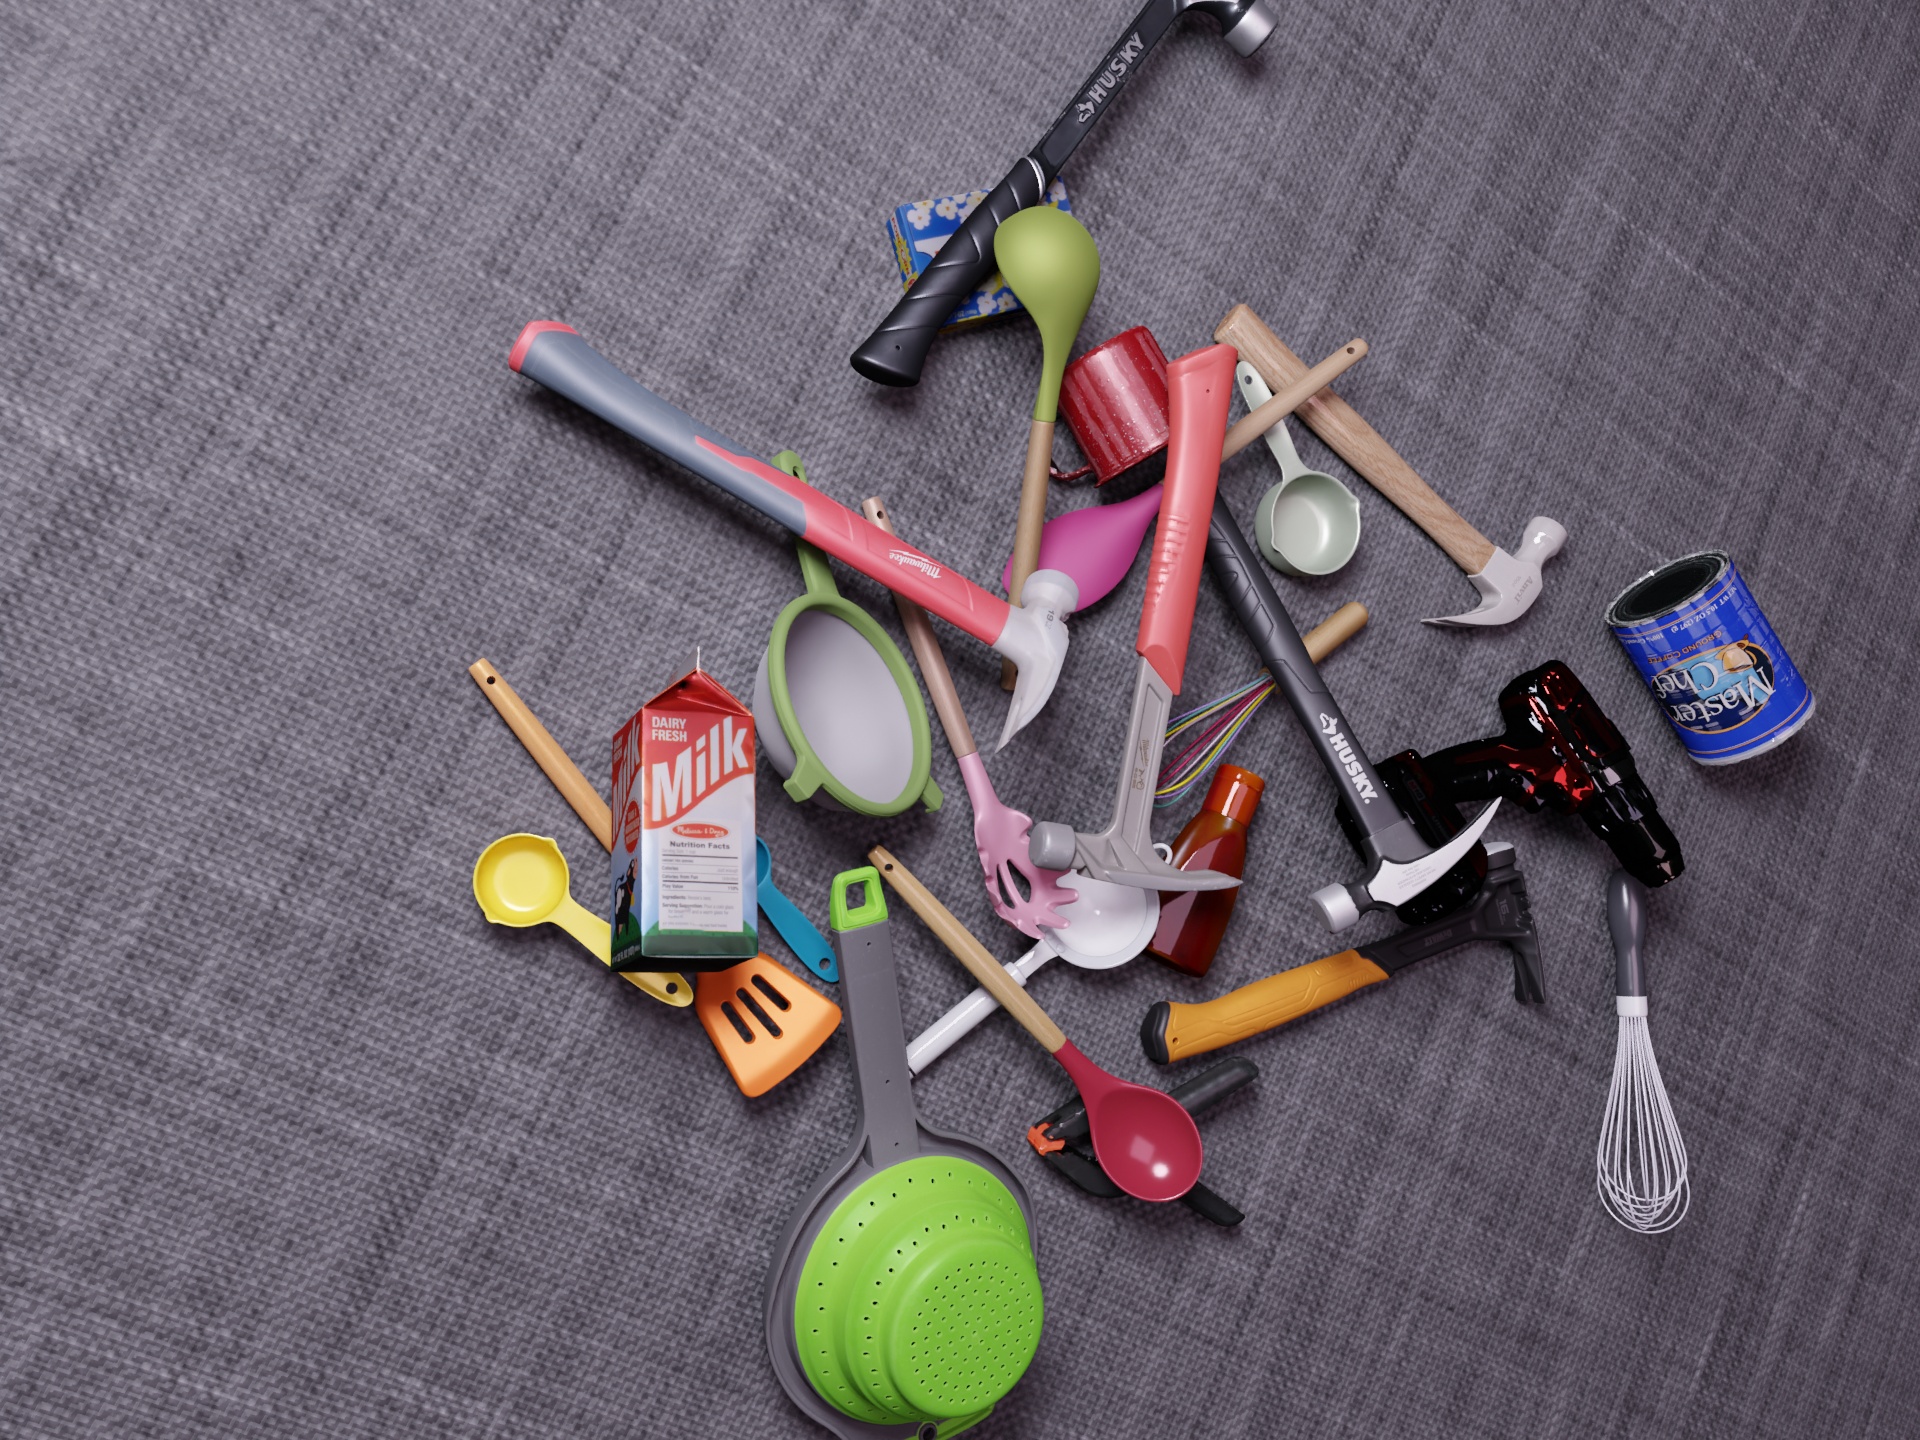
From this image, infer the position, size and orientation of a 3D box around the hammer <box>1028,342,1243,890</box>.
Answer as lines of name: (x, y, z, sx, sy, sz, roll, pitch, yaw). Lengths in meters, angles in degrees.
hammer: (0.145, -0.067, 1.054, 0.149, 0.037, 0.359, 9, 93, -19)

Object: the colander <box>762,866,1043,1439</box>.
colander: (-0.025, 0.291, 1.000, 0.204, 0.094, 0.397, -12, 99, -29)

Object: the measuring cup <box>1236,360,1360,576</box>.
measuring cup: (0.235, -0.184, 1.174, 0.083, 0.038, 0.167, -28, 95, -19)

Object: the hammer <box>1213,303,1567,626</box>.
hammer: (0.318, -0.191, 1.207, 0.331, 0.031, 0.130, 39, 76, -14)

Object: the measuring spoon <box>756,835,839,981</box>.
measuring spoon: (-0.121, 0.124, 1.046, 0.042, 0.021, 0.128, -43, 111, -18)

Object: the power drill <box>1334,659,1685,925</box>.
power drill: (0.416, 0.072, 1.184, 0.226, 0.080, 0.188, -24, 74, -21)

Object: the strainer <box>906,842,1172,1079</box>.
strainer: (0.041, 0.169, 1.088, 0.258, 0.050, 0.087, -38, 84, -11)

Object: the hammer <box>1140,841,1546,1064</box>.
hammer: (0.287, 0.195, 1.179, 0.337, 0.034, 0.127, -15, 92, -20)

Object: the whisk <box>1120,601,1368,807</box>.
whisk: (0.213, -0.014, 1.157, 0.245, 0.047, 0.051, -36, 99, -21)

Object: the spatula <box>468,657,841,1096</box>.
spatula: (-0.202, 0.091, 1.002, 0.081, 0.041, 0.322, -40, 100, -18)

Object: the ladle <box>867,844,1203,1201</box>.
ladle: (0.047, 0.199, 1.059, 0.069, 0.031, 0.315, -43, 99, -5)

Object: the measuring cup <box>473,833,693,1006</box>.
measuring cup: (-0.231, 0.128, 0.986, 0.156, 0.029, 0.062, 38, 81, -7)

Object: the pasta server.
pasta server: (-0.002, -0.003, 1.068, 0.060, 0.040, 0.316, -20, 89, -29)

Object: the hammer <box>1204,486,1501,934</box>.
hammer: (0.244, -0.030, 1.120, 0.146, 0.035, 0.335, -26, 78, -5)

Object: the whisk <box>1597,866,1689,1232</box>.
whisk: (0.532, 0.259, 1.259, 0.070, 0.070, 0.285, 2, 82, -20)

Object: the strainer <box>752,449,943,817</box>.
strainer: (-0.103, -0.050, 1.031, 0.151, 0.069, 0.256, 9, 61, -55)

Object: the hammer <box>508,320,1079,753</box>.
hammer: (-0.106, -0.122, 0.985, 0.386, 0.038, 0.143, 29, 48, -11)

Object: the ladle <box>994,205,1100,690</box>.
ladle: (0.044, -0.177, 1.065, 0.078, 0.062, 0.320, -11, 115, -43)

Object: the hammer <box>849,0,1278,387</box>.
hammer: (0.055, -0.385, 1.076, 0.149, 0.036, 0.409, 39, 76, -13)

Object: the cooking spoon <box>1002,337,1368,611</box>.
cooking spoon: (0.164, -0.177, 1.127, 0.319, 0.017, 0.069, -37, 76, -8)
